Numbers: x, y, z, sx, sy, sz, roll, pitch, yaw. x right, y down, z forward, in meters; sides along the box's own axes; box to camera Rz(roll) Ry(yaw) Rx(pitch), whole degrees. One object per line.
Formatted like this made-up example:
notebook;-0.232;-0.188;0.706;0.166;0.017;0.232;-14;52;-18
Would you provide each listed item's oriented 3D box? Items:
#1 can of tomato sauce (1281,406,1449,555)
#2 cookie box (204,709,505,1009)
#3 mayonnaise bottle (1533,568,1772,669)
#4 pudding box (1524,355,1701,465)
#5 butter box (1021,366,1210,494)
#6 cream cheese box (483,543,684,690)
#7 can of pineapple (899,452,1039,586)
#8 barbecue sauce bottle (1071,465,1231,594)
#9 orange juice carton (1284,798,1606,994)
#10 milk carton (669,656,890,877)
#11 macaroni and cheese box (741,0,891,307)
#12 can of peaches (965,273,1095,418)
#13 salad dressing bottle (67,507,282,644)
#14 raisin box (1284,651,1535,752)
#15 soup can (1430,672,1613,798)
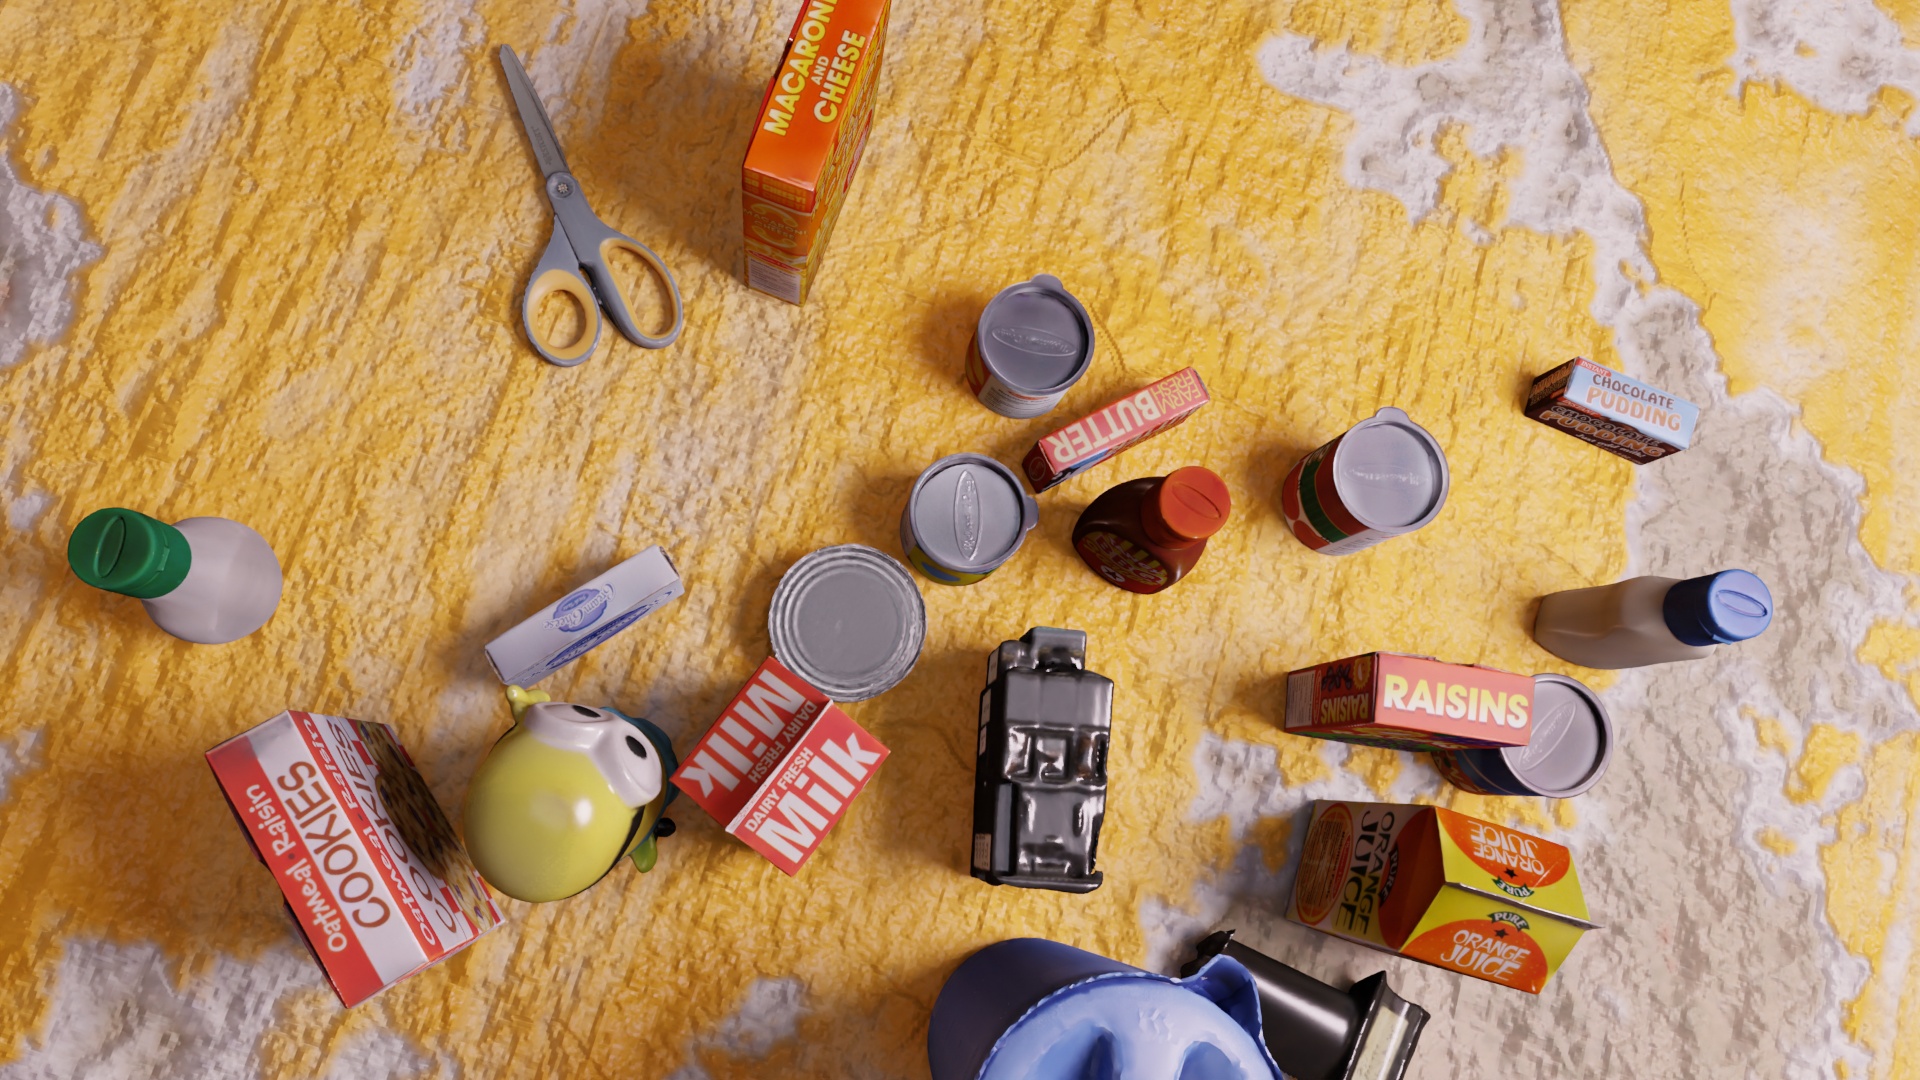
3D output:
can of tomato sauce;0.228;-0.031;0.792;0.071;0.083;0.071;1;80;-7
cookie box;-0.276;0.144;0.648;0.040;0.167;0.123;-31;86;-12
mayonnaise bottle;0.382;0.044;0.766;0.065;0.148;0.041;20;78;-4
pudding box;0.394;-0.078;0.841;0.084;0.049;0.030;22;78;-3
butter box;0.088;-0.063;0.795;0.104;0.053;0.024;-26;85;-11
cream cheese box;-0.197;0.041;0.736;0.104;0.053;0.024;-32;86;-12
can of pineapple;0.003;-0.010;0.771;0.071;0.057;0.071;1;80;-7
barbecue sauce bottle;0.104;-0.007;0.738;0.065;0.148;0.044;34;78;-1
orange juice carton;0.238;0.176;0.700;0.072;0.192;0.073;19;78;-4
milk carton;-0.087;0.108;0.669;0.073;0.190;0.072;38;78;0
macaroni and cheese box;-0.079;-0.211;0.741;0.040;0.166;0.124;19;78;-4
can of peaches;0.039;-0.110;0.794;0.071;0.058;0.071;1;80;-7
salad dressing bottle;-0.374;0.015;0.669;0.044;0.147;0.064;13;79;-5
raisin box;0.239;0.089;0.751;0.086;0.123;0.040;10;79;-6
soup can;0.309;0.108;0.778;0.071;0.083;0.071;1;80;-7
